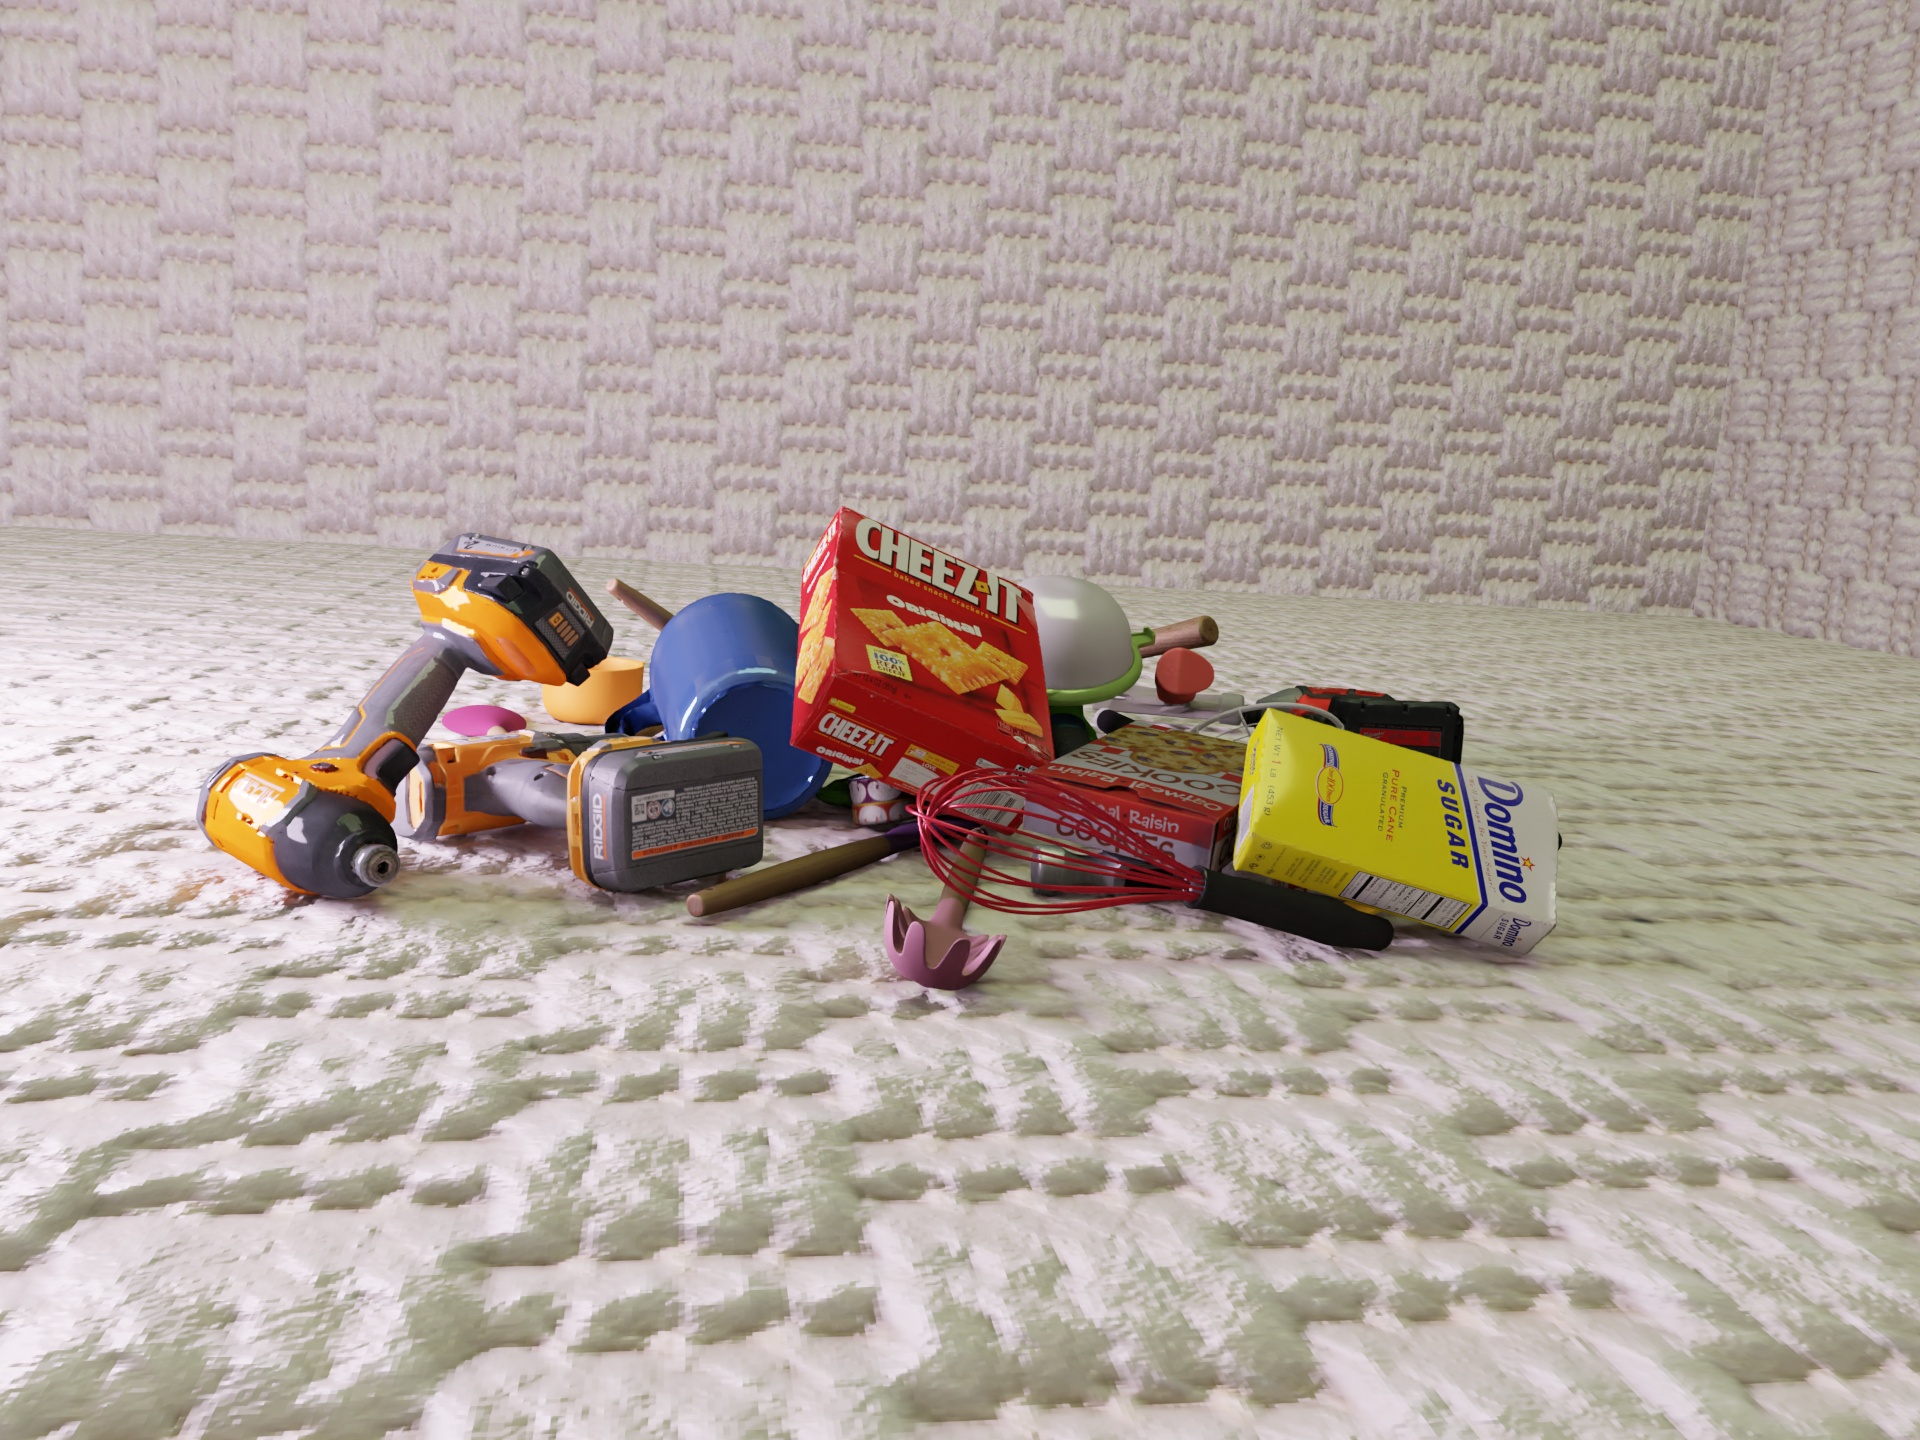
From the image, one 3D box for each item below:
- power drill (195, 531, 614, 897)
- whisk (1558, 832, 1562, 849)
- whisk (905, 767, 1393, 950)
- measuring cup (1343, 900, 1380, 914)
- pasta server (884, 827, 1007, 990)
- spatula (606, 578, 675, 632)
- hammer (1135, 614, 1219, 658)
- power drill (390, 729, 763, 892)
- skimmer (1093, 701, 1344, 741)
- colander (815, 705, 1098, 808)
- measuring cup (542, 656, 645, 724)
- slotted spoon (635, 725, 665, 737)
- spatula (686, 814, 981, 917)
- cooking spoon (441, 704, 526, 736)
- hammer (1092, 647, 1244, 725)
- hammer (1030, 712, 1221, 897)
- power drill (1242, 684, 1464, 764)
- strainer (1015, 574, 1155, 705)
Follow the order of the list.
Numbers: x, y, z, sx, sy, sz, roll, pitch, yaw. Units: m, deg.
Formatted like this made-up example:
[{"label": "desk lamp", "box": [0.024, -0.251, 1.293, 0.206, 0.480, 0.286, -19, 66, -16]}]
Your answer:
[{"label": "power drill", "box": [-0.302, 0.002, 0.886, 0.164, 0.084, 0.226, 14, 57, 43]}, {"label": "whisk", "box": [0.284, 0.066, 1.111, 0.284, 0.070, 0.070, 8, 9, -6]}, {"label": "whisk", "box": [0.106, 0.083, 0.830, 0.295, 0.073, 0.073, 16, 5, -22]}, {"label": "measuring cup", "box": [0.260, 0.114, 0.933, 0.156, 0.029, 0.062, -13, 15, -21]}, {"label": "pasta server", "box": [0.000, 0.092, 0.888, 0.060, 0.040, 0.316, 19, 10, 2]}, {"label": "spatula", "box": [-0.175, -0.044, 1.337, 0.082, 0.044, 0.317, 13, -18, 44]}, {"label": "hammer", "box": [0.088, -0.051, 1.490, 0.331, 0.031, 0.130, -12, -1, 36]}, {"label": "power drill", "box": [-0.218, 0.043, 0.976, 0.226, 0.084, 0.185, 5, 8, 38]}, {"label": "skimmer", "box": [0.191, 0.001, 1.329, 0.127, 0.090, 0.363, 7, 8, -17]}, {"label": "colander", "box": [-0.002, -0.004, 1.272, 0.204, 0.094, 0.397, 9, 11, 24]}, {"label": "measuring cup", "box": [-0.346, -0.033, 1.433, 0.095, 0.052, 0.174, -3, 10, -33]}, {"label": "slotted spoon", "box": [-0.253, -0.002, 1.367, 0.070, 0.031, 0.314, 8, 12, 9]}, {"label": "spatula", "box": [-0.065, 0.082, 0.977, 0.060, 0.018, 0.316, -2, 5, 29]}, {"label": "cooking spoon", "box": [-0.358, 0.016, 1.239, 0.068, 0.017, 0.319, -1, 11, -23]}, {"label": "hammer", "box": [0.183, -0.029, 1.417, 0.149, 0.037, 0.359, 7, -3, 9]}, {"label": "hammer", "box": [0.093, 0.051, 1.096, 0.128, 0.033, 0.331, 4, 15, -6]}, {"label": "power drill", "box": [0.342, 0.009, 1.408, 0.143, 0.078, 0.220, 3, 7, -6]}, {"label": "strainer", "box": [0.058, -0.053, 1.224, 0.151, 0.069, 0.256, 13, 30, 13]}]
